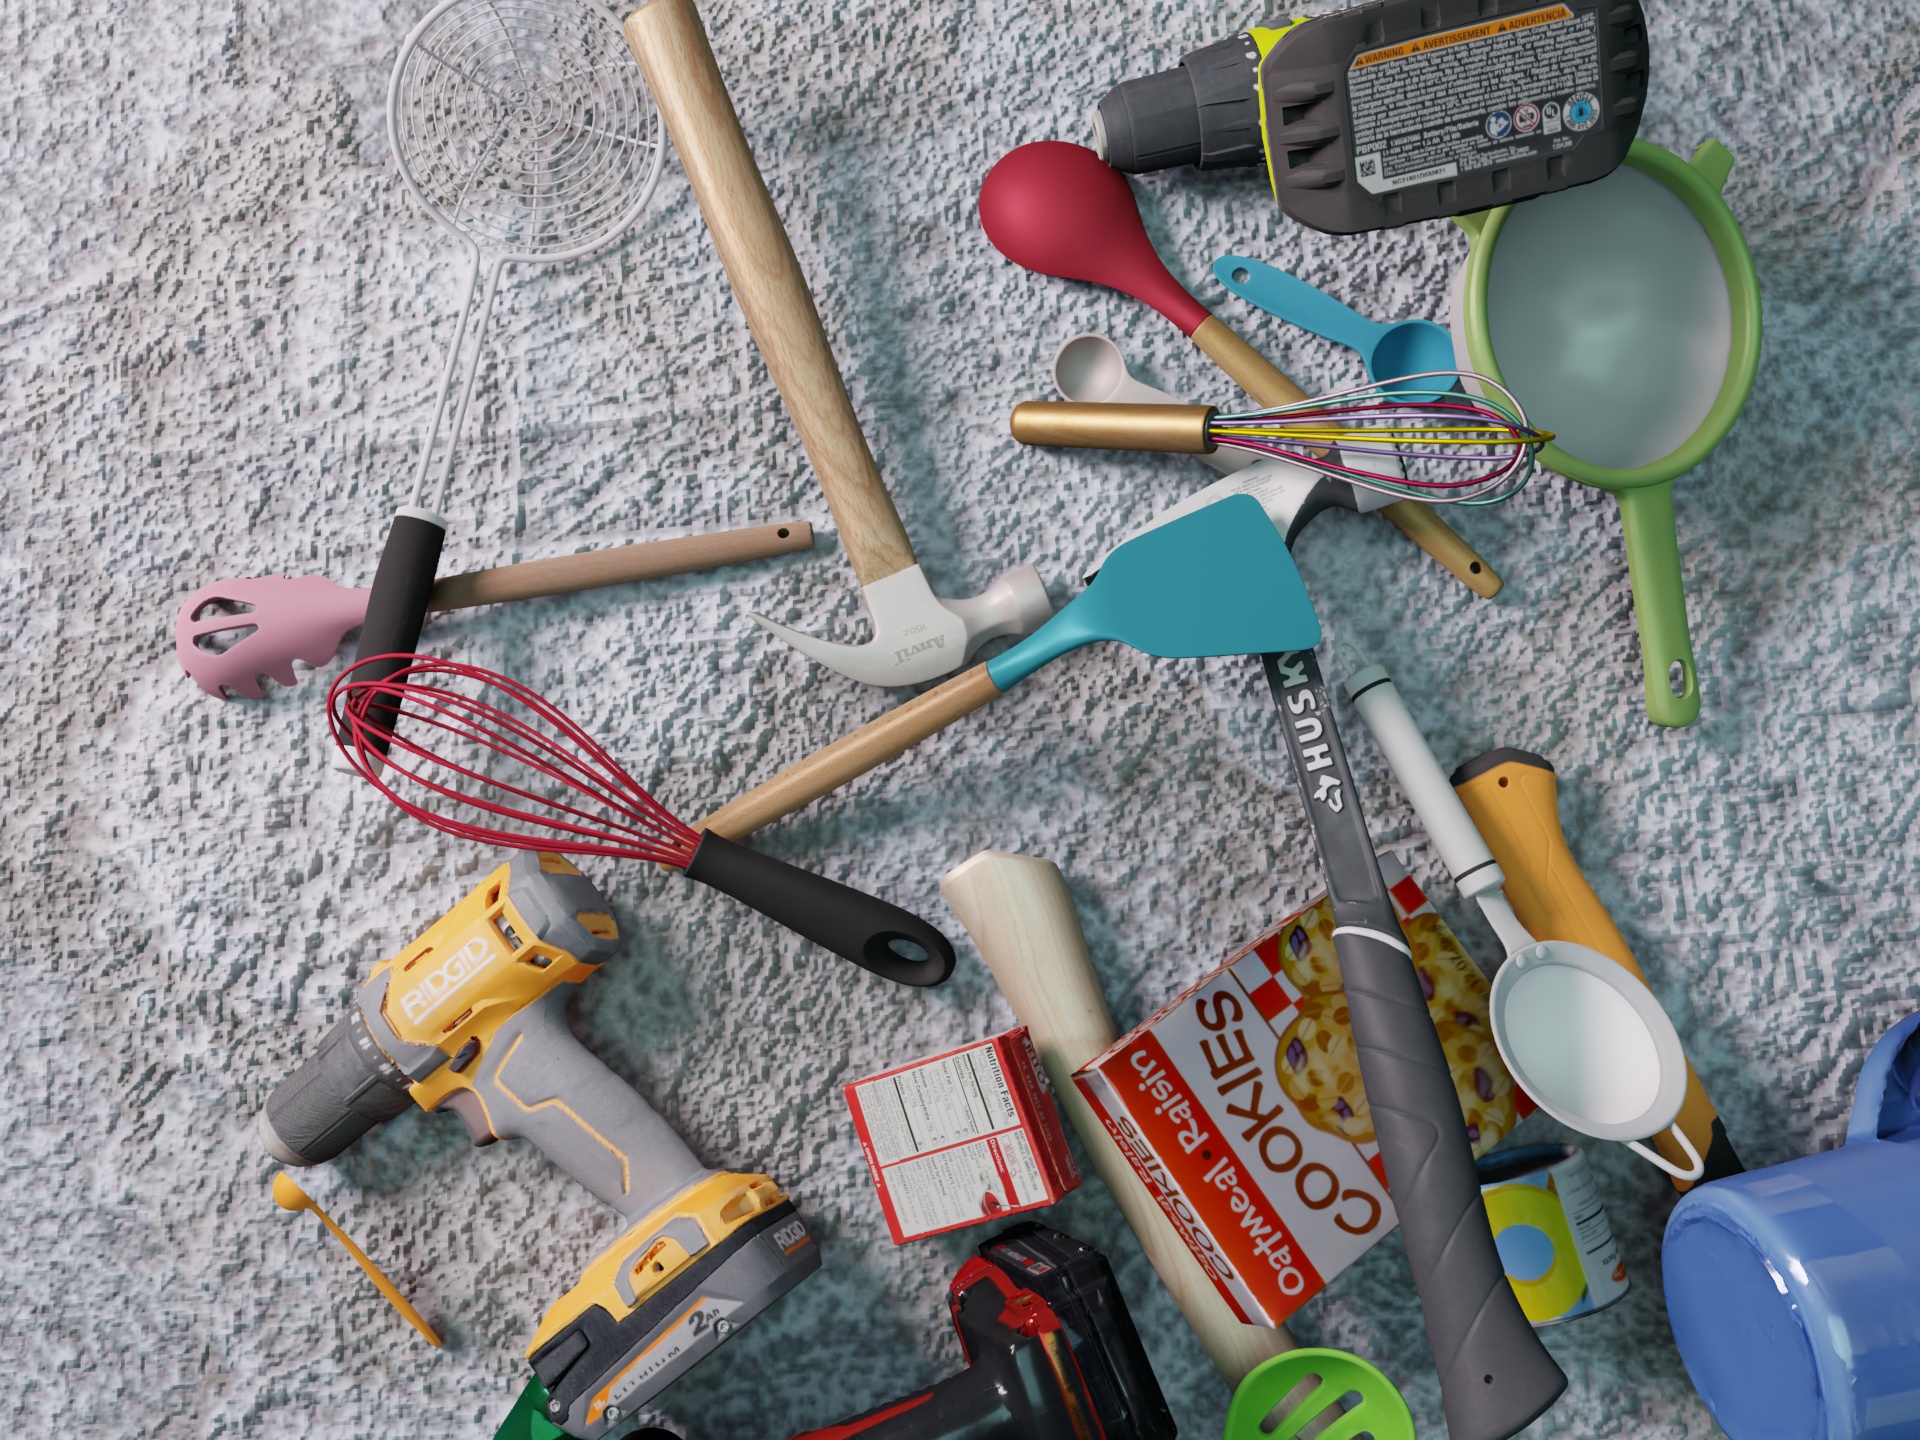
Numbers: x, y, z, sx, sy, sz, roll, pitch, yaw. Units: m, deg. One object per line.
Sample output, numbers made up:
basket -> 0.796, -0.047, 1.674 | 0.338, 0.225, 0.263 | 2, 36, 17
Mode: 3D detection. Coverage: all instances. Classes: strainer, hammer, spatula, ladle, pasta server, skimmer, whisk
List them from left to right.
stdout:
skimmer -> -0.225, -0.154, 0.721 | 0.127, 0.090, 0.363 | 17, 75, -27
pasta server -> -0.226, -0.062, 0.761 | 0.316, 0.040, 0.060 | -9, 82, 0
whisk -> -0.134, 0.050, 0.697 | 0.295, 0.073, 0.073 | 26, 85, -10
hammer -> -0.078, -0.171, 0.730 | 0.130, 0.031, 0.331 | -23, 91, -1
spatula -> -0.001, -0.002, 0.706 | 0.317, 0.044, 0.082 | -28, 63, 16
hammer -> 0.098, 0.244, 0.688 | 0.146, 0.038, 0.411 | -31, 81, 2
ladle -> 0.131, -0.166, 0.743 | 0.315, 0.031, 0.069 | 43, 87, 7
whisk -> 0.132, -0.125, 0.692 | 0.245, 0.051, 0.047 | 9, 47, 32
hammer -> 0.155, 0.072, 0.640 | 0.149, 0.036, 0.409 | -17, 64, 15
strainer -> 0.222, 0.075, 0.667 | 0.087, 0.050, 0.259 | -14, 68, -27
strainer -> 0.283, -0.123, 0.710 | 0.151, 0.069, 0.256 | -14, 97, -17
hammer -> 0.297, 0.169, 0.681 | 0.127, 0.034, 0.337 | -26, 81, 0

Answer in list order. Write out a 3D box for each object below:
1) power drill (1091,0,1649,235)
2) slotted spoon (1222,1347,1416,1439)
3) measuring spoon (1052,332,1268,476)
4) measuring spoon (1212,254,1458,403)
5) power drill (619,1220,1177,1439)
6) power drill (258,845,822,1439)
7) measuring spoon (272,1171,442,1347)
power drill -> 0.160, -0.260, 0.662 | 0.190, 0.229, 0.080 | -12, 114, 3
slotted spoon -> 0.060, 0.364, 0.654 | 0.313, 0.031, 0.070 | -44, 77, 10
measuring spoon -> 0.100, -0.142, 0.750 | 0.124, 0.018, 0.034 | 30, 101, 1
measuring spoon -> 0.175, -0.185, 0.749 | 0.129, 0.021, 0.042 | 33, 87, 17
power drill -> -0.047, 0.290, 0.643 | 0.226, 0.188, 0.080 | -21, 85, -17
power drill -> -0.192, 0.195, 0.698 | 0.185, 0.084, 0.226 | -39, 77, 4
measuring spoon -> -0.265, 0.241, 0.699 | 0.011, 0.021, 0.116 | -45, 120, -30
